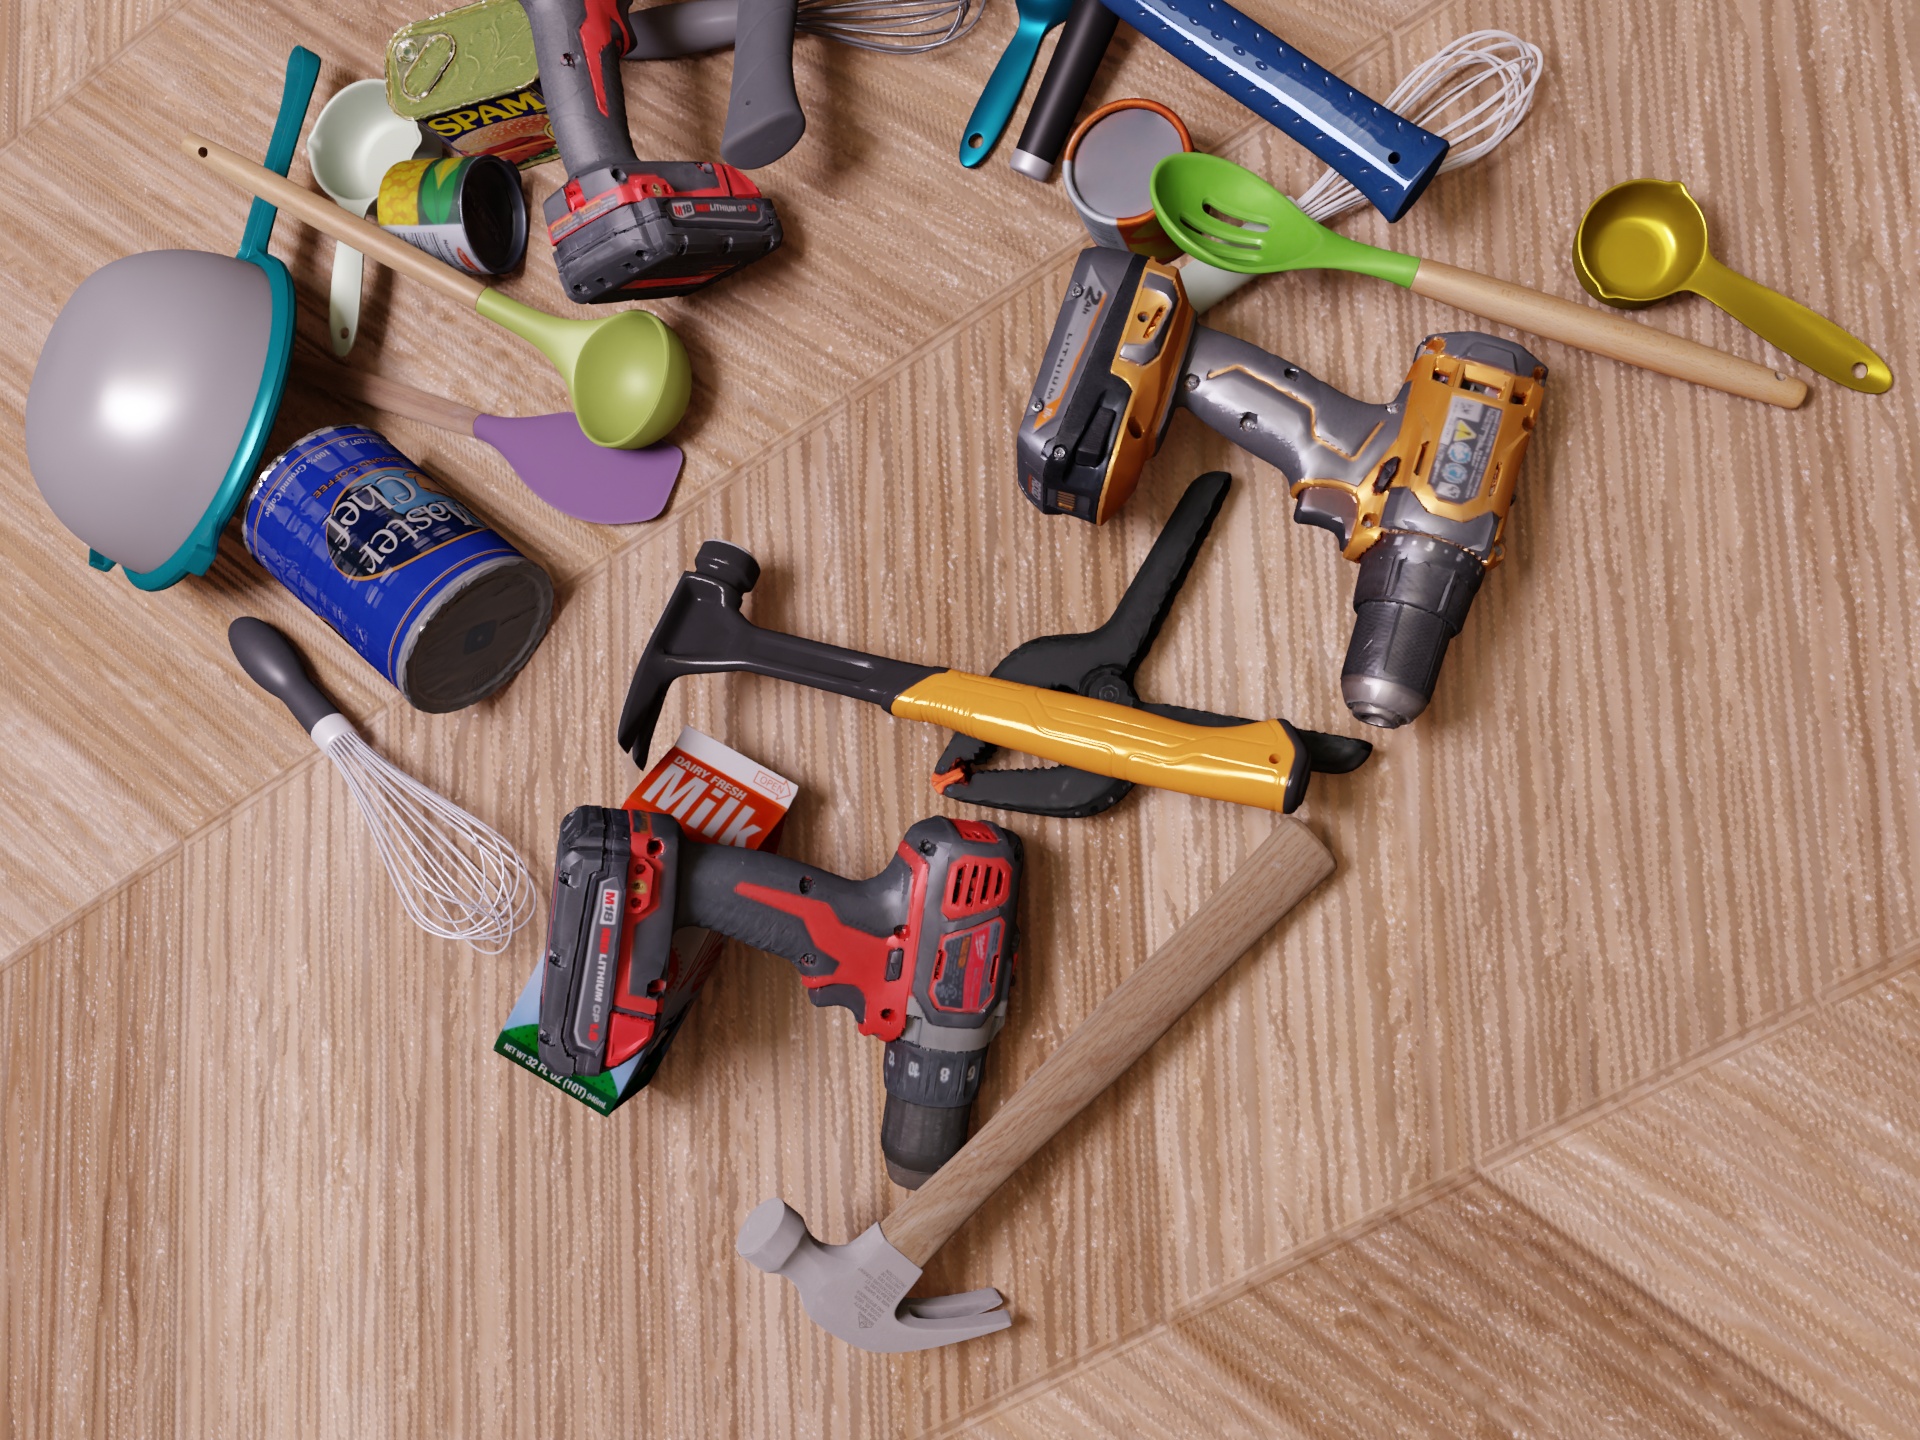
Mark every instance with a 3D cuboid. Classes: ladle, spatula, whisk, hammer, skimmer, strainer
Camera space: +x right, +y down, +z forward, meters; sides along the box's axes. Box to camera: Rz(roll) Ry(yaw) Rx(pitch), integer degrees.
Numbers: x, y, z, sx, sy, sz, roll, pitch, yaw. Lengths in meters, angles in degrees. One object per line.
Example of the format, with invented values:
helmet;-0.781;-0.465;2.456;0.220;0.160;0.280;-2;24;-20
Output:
ladle;-0.292;-0.246;0.880;0.320;0.062;0.078;28;101;0
spatula;-0.305;-0.179;0.941;0.316;0.018;0.060;20;84;18
whisk;0.174;-0.255;0.788;0.246;0.057;0.059;-33;42;15
hammer;-0.001;-0.002;0.768;0.337;0.034;0.127;13;65;19
hammer;0.055;0.174;0.764;0.331;0.031;0.130;-44;111;1
whisk;-0.099;-0.390;0.886;0.239;0.055;0.055;3;86;22
hammer;-0.101;-0.486;0.867;0.149;0.036;0.409;-3;74;20
hammer;0.063;-0.378;0.770;0.405;0.035;0.144;39;97;11
whisk;-0.342;0.030;0.916;0.285;0.070;0.070;42;98;22
skimmer;0.094;-0.462;0.823;0.090;0.127;0.363;44;115;54
strainer;-0.458;-0.248;0.917;0.211;0.095;0.340;7;81;46

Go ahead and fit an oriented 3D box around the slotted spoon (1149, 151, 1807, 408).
slotted spoon;0.236;-0.198;0.740;0.314;0.031;0.070;19;57;6

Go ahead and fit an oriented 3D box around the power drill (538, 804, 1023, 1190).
power drill;-0.085;0.133;0.768;0.226;0.080;0.188;6;99;-15

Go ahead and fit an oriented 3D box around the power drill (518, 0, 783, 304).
power drill;-0.182;-0.341;0.840;0.078;0.143;0.219;-15;98;34

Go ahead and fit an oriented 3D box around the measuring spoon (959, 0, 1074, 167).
measuring spoon;0.028;-0.358;0.851;0.042;0.021;0.128;26;91;18

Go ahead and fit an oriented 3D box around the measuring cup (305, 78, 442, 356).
measuring cup;-0.354;-0.298;0.959;0.083;0.038;0.167;5;88;18

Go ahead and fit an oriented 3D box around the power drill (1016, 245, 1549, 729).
power drill;0.141;-0.109;0.740;0.226;0.084;0.185;18;80;6

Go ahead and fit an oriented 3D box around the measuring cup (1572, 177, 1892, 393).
measuring cup;0.355;-0.193;0.736;0.156;0.029;0.062;34;94;6
